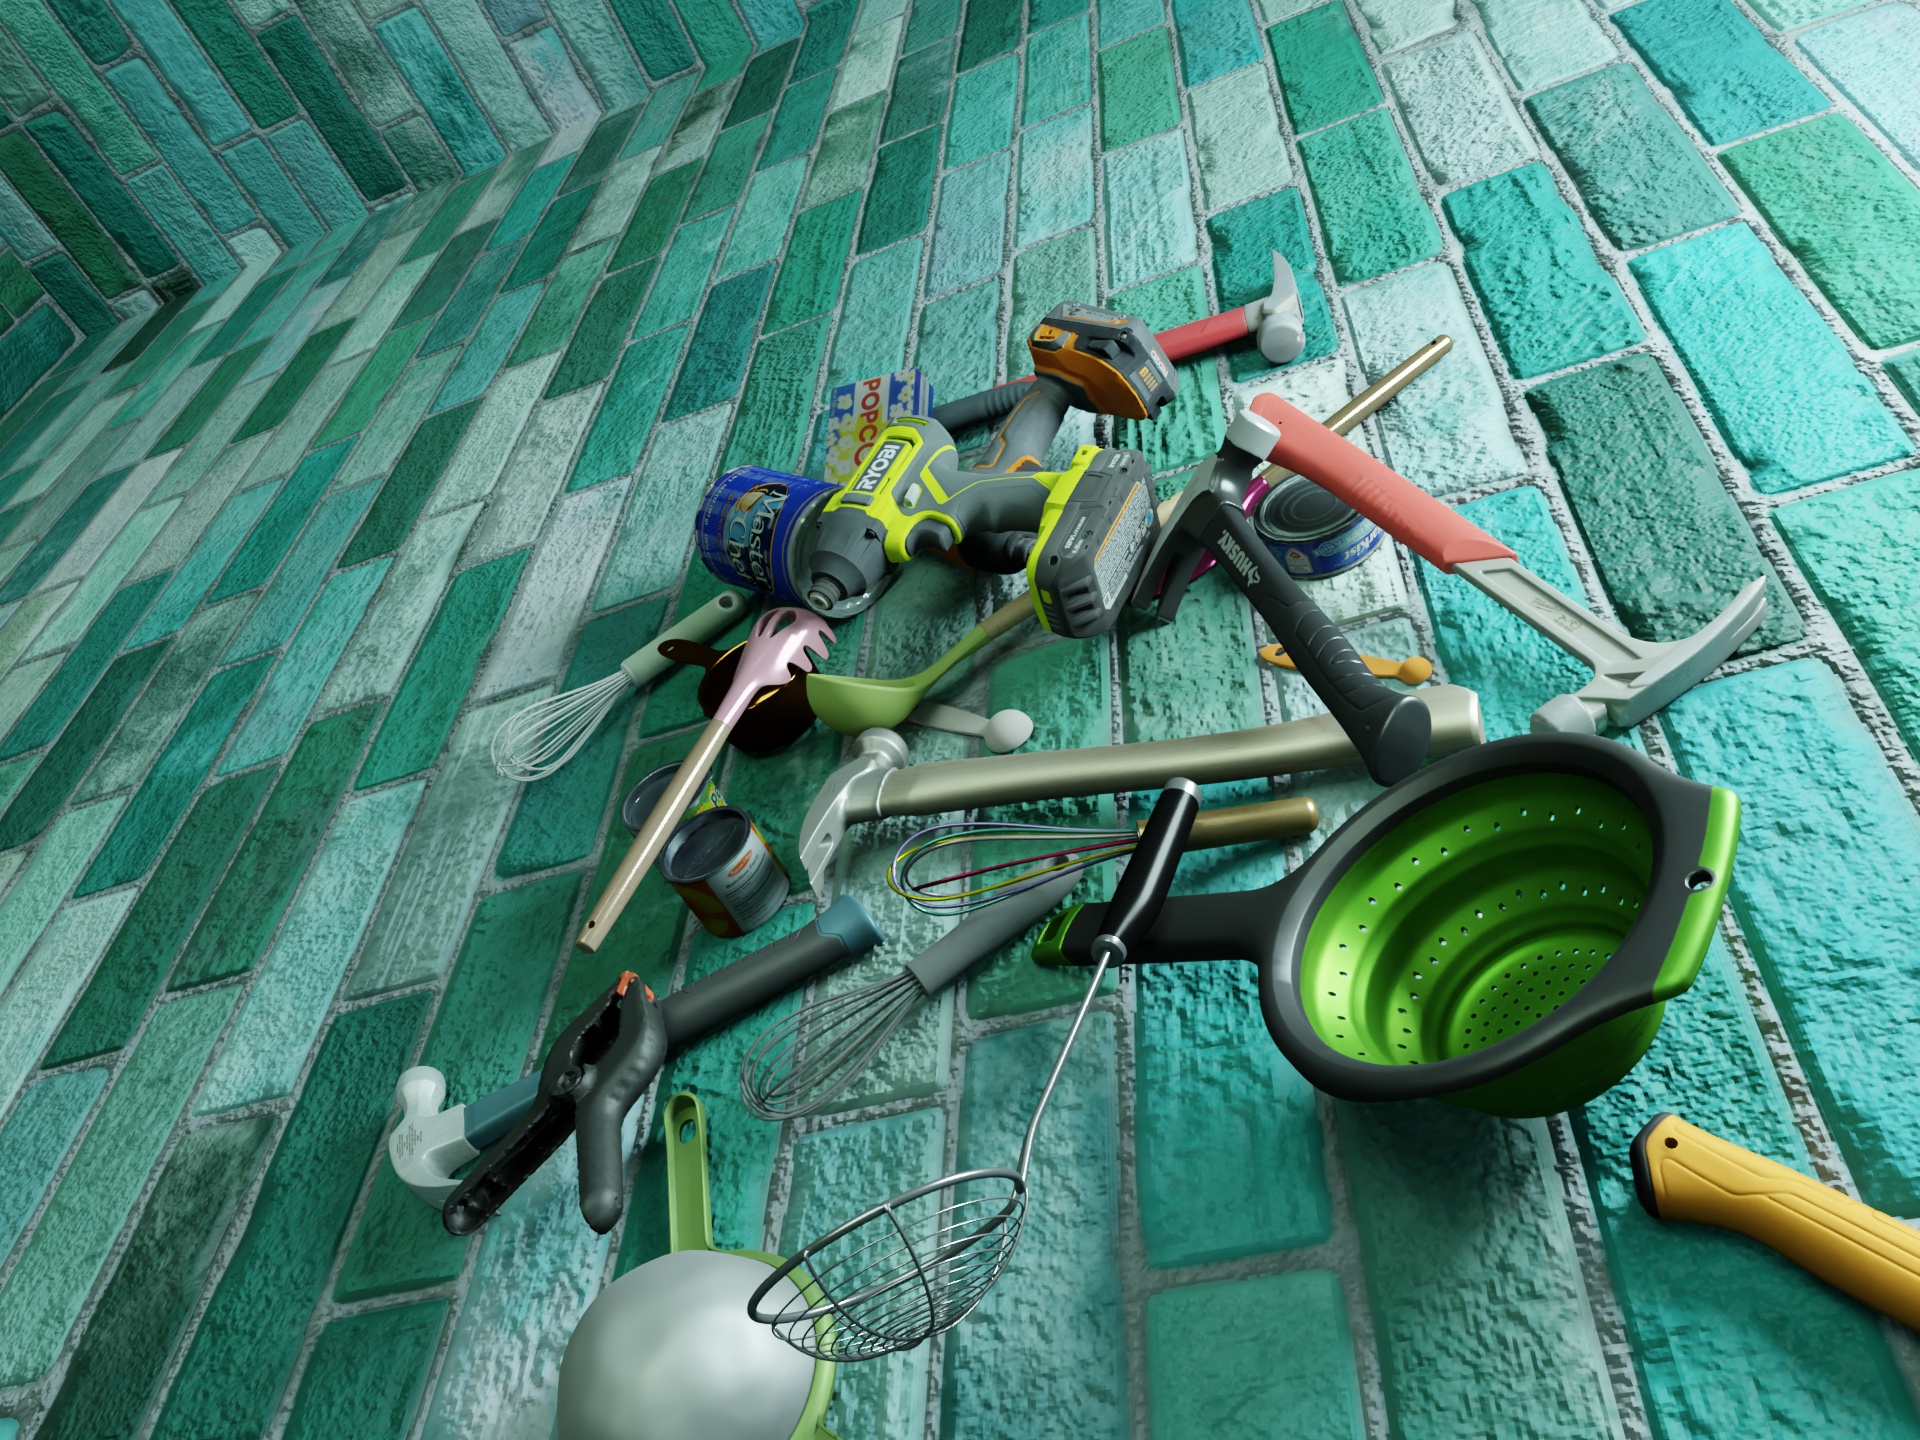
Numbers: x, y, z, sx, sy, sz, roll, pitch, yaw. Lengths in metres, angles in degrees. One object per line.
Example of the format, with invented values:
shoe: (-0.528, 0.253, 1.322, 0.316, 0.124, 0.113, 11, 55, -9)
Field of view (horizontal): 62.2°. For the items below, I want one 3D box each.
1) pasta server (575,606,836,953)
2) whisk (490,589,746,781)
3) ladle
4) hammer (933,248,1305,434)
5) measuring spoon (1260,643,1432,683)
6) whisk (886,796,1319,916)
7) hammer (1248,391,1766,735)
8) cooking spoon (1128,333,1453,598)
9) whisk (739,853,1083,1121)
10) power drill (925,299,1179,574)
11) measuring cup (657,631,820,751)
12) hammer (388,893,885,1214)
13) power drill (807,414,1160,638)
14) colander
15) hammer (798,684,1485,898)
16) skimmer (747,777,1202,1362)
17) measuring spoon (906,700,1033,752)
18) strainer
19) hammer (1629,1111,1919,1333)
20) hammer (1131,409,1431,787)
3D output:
pasta server: (-0.169, 0.029, 1.061, 0.060, 0.040, 0.316, 4, 48, 27)
whisk: (-0.273, -0.031, 1.287, 0.246, 0.059, 0.058, -38, 74, -18)
ladle: (0.032, -0.087, 1.131, 0.320, 0.062, 0.078, -34, 17, -14)
hammer: (0.101, -0.304, 1.368, 0.386, 0.038, 0.143, -14, 38, 19)
measuring spoon: (0.236, -0.038, 0.984, 0.117, 0.011, 0.021, 11, 51, 41)
whisk: (0.080, 0.074, 0.895, 0.245, 0.051, 0.047, -9, 5, 2)
hammer: (0.301, -0.119, 0.976, 0.149, 0.036, 0.359, -34, 46, -6)
cooking spoon: (0.238, -0.187, 1.154, 0.319, 0.017, 0.069, -38, 37, -10)
whisk: (-0.025, 0.147, 0.910, 0.239, 0.055, 0.055, -34, 36, -15)
power drill: (0.063, -0.209, 1.226, 0.226, 0.084, 0.164, -50, 40, -6)
measuring cup: (-0.171, -0.027, 1.205, 0.174, 0.052, 0.095, 17, 56, 47)
hammer: (-0.199, 0.195, 0.973, 0.331, 0.033, 0.128, -28, 35, 1)
power drill: (0.010, -0.130, 1.102, 0.223, 0.080, 0.171, 11, 55, 29)
colander: (0.193, 0.121, 0.776, 0.397, 0.094, 0.205, -13, 36, 50)
hammer: (0.098, 0.034, 0.952, 0.410, 0.038, 0.146, -8, 29, 23)
skimmer: (0.024, 0.143, 0.764, 0.090, 0.127, 0.363, 27, 50, 6)
measuring spoon: (-0.002, -0.003, 1.092, 0.124, 0.018, 0.034, 13, 53, 44)
strainer: (-0.148, 0.279, 0.807, 0.151, 0.069, 0.257, -24, 38, 7)
hammer: (0.397, 0.220, 0.551, 0.127, 0.034, 0.337, -44, 39, -19)
hammer: (0.189, -0.062, 0.941, 0.146, 0.035, 0.335, -59, 25, 22)
